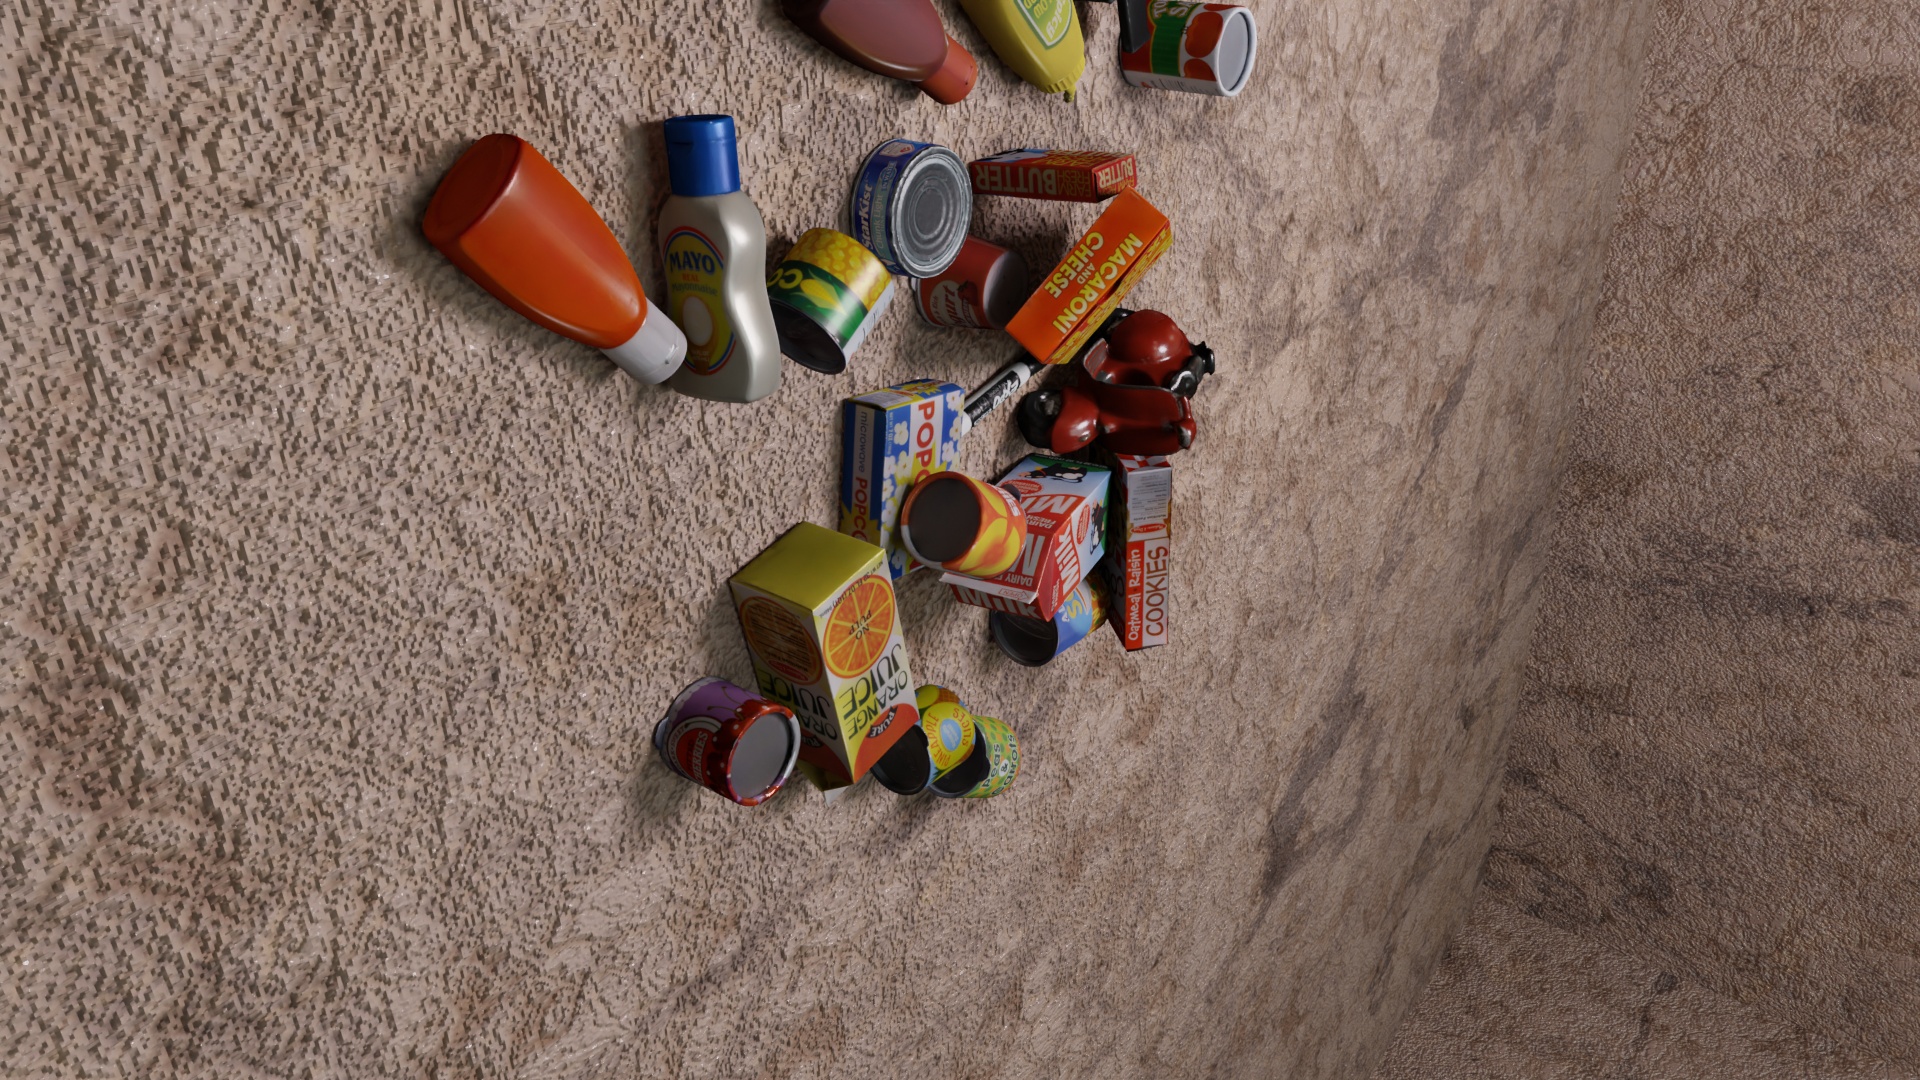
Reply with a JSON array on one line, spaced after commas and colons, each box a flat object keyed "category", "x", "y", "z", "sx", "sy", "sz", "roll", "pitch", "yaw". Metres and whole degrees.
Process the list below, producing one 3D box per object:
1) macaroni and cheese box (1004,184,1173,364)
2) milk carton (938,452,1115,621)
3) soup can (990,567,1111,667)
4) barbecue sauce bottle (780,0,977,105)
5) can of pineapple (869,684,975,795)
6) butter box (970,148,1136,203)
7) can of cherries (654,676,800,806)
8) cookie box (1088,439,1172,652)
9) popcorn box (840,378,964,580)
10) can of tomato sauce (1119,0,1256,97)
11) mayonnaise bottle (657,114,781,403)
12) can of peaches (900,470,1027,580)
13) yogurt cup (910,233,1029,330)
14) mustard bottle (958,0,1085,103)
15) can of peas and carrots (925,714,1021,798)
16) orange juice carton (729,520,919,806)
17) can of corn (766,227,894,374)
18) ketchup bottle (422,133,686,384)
[{"category": "macaroni and cheese box", "x": 0.094, "y": -0.180, "z": 0.970, "sx": 0.123, "sy": 0.040, "sz": 0.167, "roll": -49, "pitch": 178, "yaw": 12}, {"category": "milk carton", "x": 0.052, "y": 0.001, "z": 1.034, "sx": 0.191, "sy": 0.072, "sz": 0.073, "roll": -42, "pitch": 139, "yaw": -58}, {"category": "soup can", "x": 0.076, "y": 0.056, "z": 1.139, "sx": 0.084, "sy": 0.071, "sz": 0.071, "roll": -26, "pitch": 126, "yaw": -48}, {"category": "barbecue sauce bottle", "x": -0.042, "y": -0.302, "z": 0.814, "sx": 0.148, "sy": 0.044, "sz": 0.065, "roll": 16, "pitch": 93, "yaw": -58}, {"category": "can of pineapple", "x": -0.030, "y": 0.146, "z": 1.027, "sx": 0.058, "sy": 0.071, "sz": 0.070, "roll": -25, "pitch": 126, "yaw": -49}, {"category": "butter box", "x": 0.063, "y": -0.247, "z": 0.938, "sx": 0.053, "sy": 0.103, "sz": 0.024, "roll": -32, "pitch": 126, "yaw": -43}, {"category": "can of cherries", "x": -0.143, "y": 0.125, "z": 0.860, "sx": 0.072, "sy": 0.058, "sz": 0.071, "roll": -31, "pitch": 130, "yaw": -46}, {"category": "cookie box", "x": 0.138, "y": -0.011, "z": 1.157, "sx": 0.040, "sy": 0.123, "sz": 0.166, "roll": -7, "pitch": 120, "yaw": -7}, {"category": "popcorn box", "x": -0.040, "y": -0.041, "z": 0.948, "sx": 0.085, "sy": 0.038, "sz": 0.126, "roll": -23, "pitch": 124, "yaw": -50}, {"category": "can of tomato sauce", "x": 0.173, "y": -0.377, "z": 1.055, "sx": 0.071, "sy": 0.083, "sz": 0.070, "roll": -31, "pitch": 130, "yaw": -45}, {"category": "mayonnaise bottle", "x": -0.132, "y": -0.149, "z": 0.742, "sx": 0.041, "sy": 0.065, "sz": 0.147, "roll": -36, "pitch": 130, "yaw": -52}, {"category": "can of peaches", "x": 0.003, "y": -0.012, "z": 0.927, "sx": 0.058, "sy": 0.071, "sz": 0.071, "roll": 16, "pitch": 92, "yaw": -57}, {"category": "yogurt cup", "x": 0.010, "y": -0.174, "z": 0.942, "sx": 0.073, "sy": 0.054, "sz": 0.072, "roll": -31, "pitch": 130, "yaw": -46}, {"category": "mustard bottle", "x": 0.048, "y": -0.344, "z": 0.920, "sx": 0.065, "sy": 0.049, "sz": 0.160, "roll": -63, "pitch": 146, "yaw": -10}, {"category": "can of peas and carrots", "x": 0.008, "y": 0.170, "z": 1.093, "sx": 0.059, "sy": 0.071, "sz": 0.071, "roll": 18, "pitch": 91, "yaw": -58}, {"category": "orange juice carton", "x": -0.083, "y": 0.089, "z": 0.917, "sx": 0.072, "sy": 0.073, "sz": 0.191, "roll": -43, "pitch": 138, "yaw": -37}, {"category": "can of corn", "x": -0.082, "y": -0.142, "z": 0.814, "sx": 0.058, "sy": 0.071, "sz": 0.071, "roll": -58, "pitch": 145, "yaw": -20}, {"category": "ketchup bottle", "x": -0.190, "y": -0.129, "z": 0.681, "sx": 0.065, "sy": 0.043, "sz": 0.148, "roll": -62, "pitch": 146, "yaw": -13}]
